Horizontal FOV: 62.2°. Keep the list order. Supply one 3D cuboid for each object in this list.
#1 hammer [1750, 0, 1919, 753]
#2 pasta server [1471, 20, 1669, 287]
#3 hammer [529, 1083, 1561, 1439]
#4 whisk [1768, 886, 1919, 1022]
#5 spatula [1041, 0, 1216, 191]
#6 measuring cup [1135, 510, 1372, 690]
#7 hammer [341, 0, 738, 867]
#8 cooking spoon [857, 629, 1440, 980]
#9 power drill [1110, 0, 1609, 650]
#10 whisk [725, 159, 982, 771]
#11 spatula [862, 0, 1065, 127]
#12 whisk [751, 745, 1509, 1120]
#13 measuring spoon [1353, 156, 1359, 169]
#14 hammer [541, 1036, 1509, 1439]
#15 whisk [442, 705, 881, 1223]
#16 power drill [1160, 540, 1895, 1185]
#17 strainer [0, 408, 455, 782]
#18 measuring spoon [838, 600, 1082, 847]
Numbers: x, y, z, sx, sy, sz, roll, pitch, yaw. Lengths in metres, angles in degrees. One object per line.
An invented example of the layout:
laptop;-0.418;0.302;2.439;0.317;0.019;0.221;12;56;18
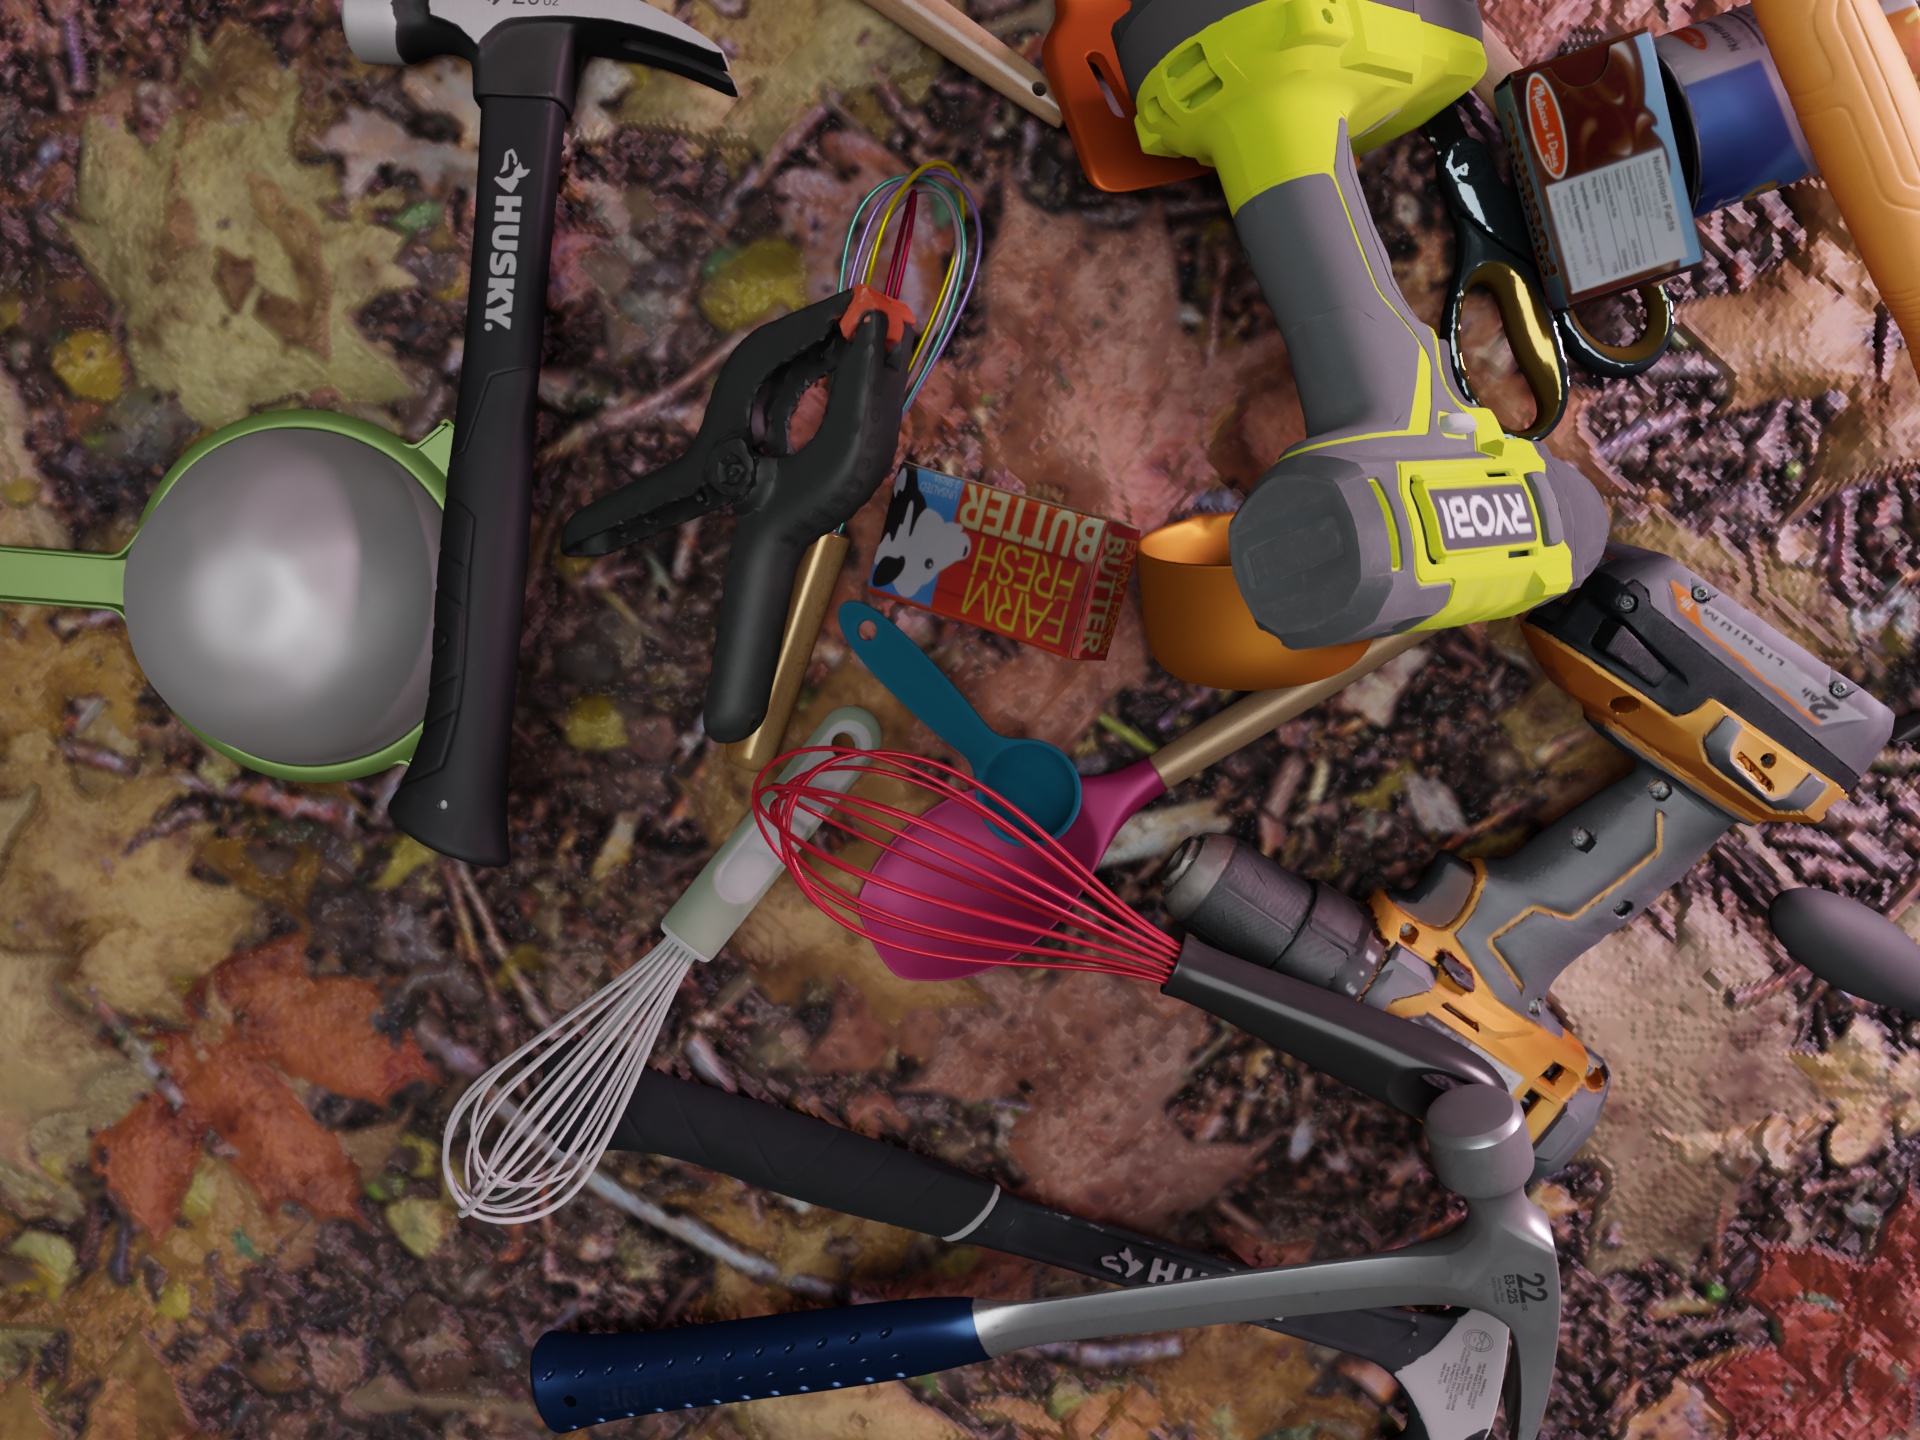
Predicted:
hammer;0.329;-0.143;0.550;0.127;0.034;0.336;-33;110;6
pasta server;0.157;-0.282;0.576;0.060;0.040;0.316;-42;91;-7
hammer;0.021;0.238;0.611;0.405;0.035;0.144;-14;108;16
whisk;0.406;0.130;0.585;0.284;0.070;0.070;29;97;-13
spatula;0.026;-0.347;0.581;0.081;0.041;0.322;-21;94;-17
measuring cup;0.150;-0.052;0.600;0.173;0.095;0.052;-10;109;-16
hammer;-0.167;-0.114;0.591;0.146;0.035;0.335;3;85;3
cooking spoon;0.100;0.008;0.629;0.319;0.017;0.069;-31;78;6
power drill;0.142;-0.140;0.530;0.171;0.080;0.223;-10;83;-40
whisk;-0.048;-0.095;0.614;0.051;0.047;0.245;20;100;-1
spatula;-0.088;-0.321;0.601;0.316;0.018;0.060;35;93;-1
whisk;0.059;0.081;0.580;0.296;0.073;0.073;23;97;4
measuring spoon;0.136;-0.262;0.600;0.021;0.011;0.117;-7;96;3
hammer;0.025;0.202;0.648;0.409;0.036;0.149;17;96;1
whisk;-0.112;0.092;0.618;0.057;0.059;0.246;40;83;-7
power drill;0.203;0.041;0.601;0.185;0.084;0.226;34;102;-1
strainer;-0.317;-0.051;0.617;0.256;0.069;0.151;5;97;1
measuring spoon;-0.001;-0.002;0.630;0.129;0.021;0.042;45;103;14
